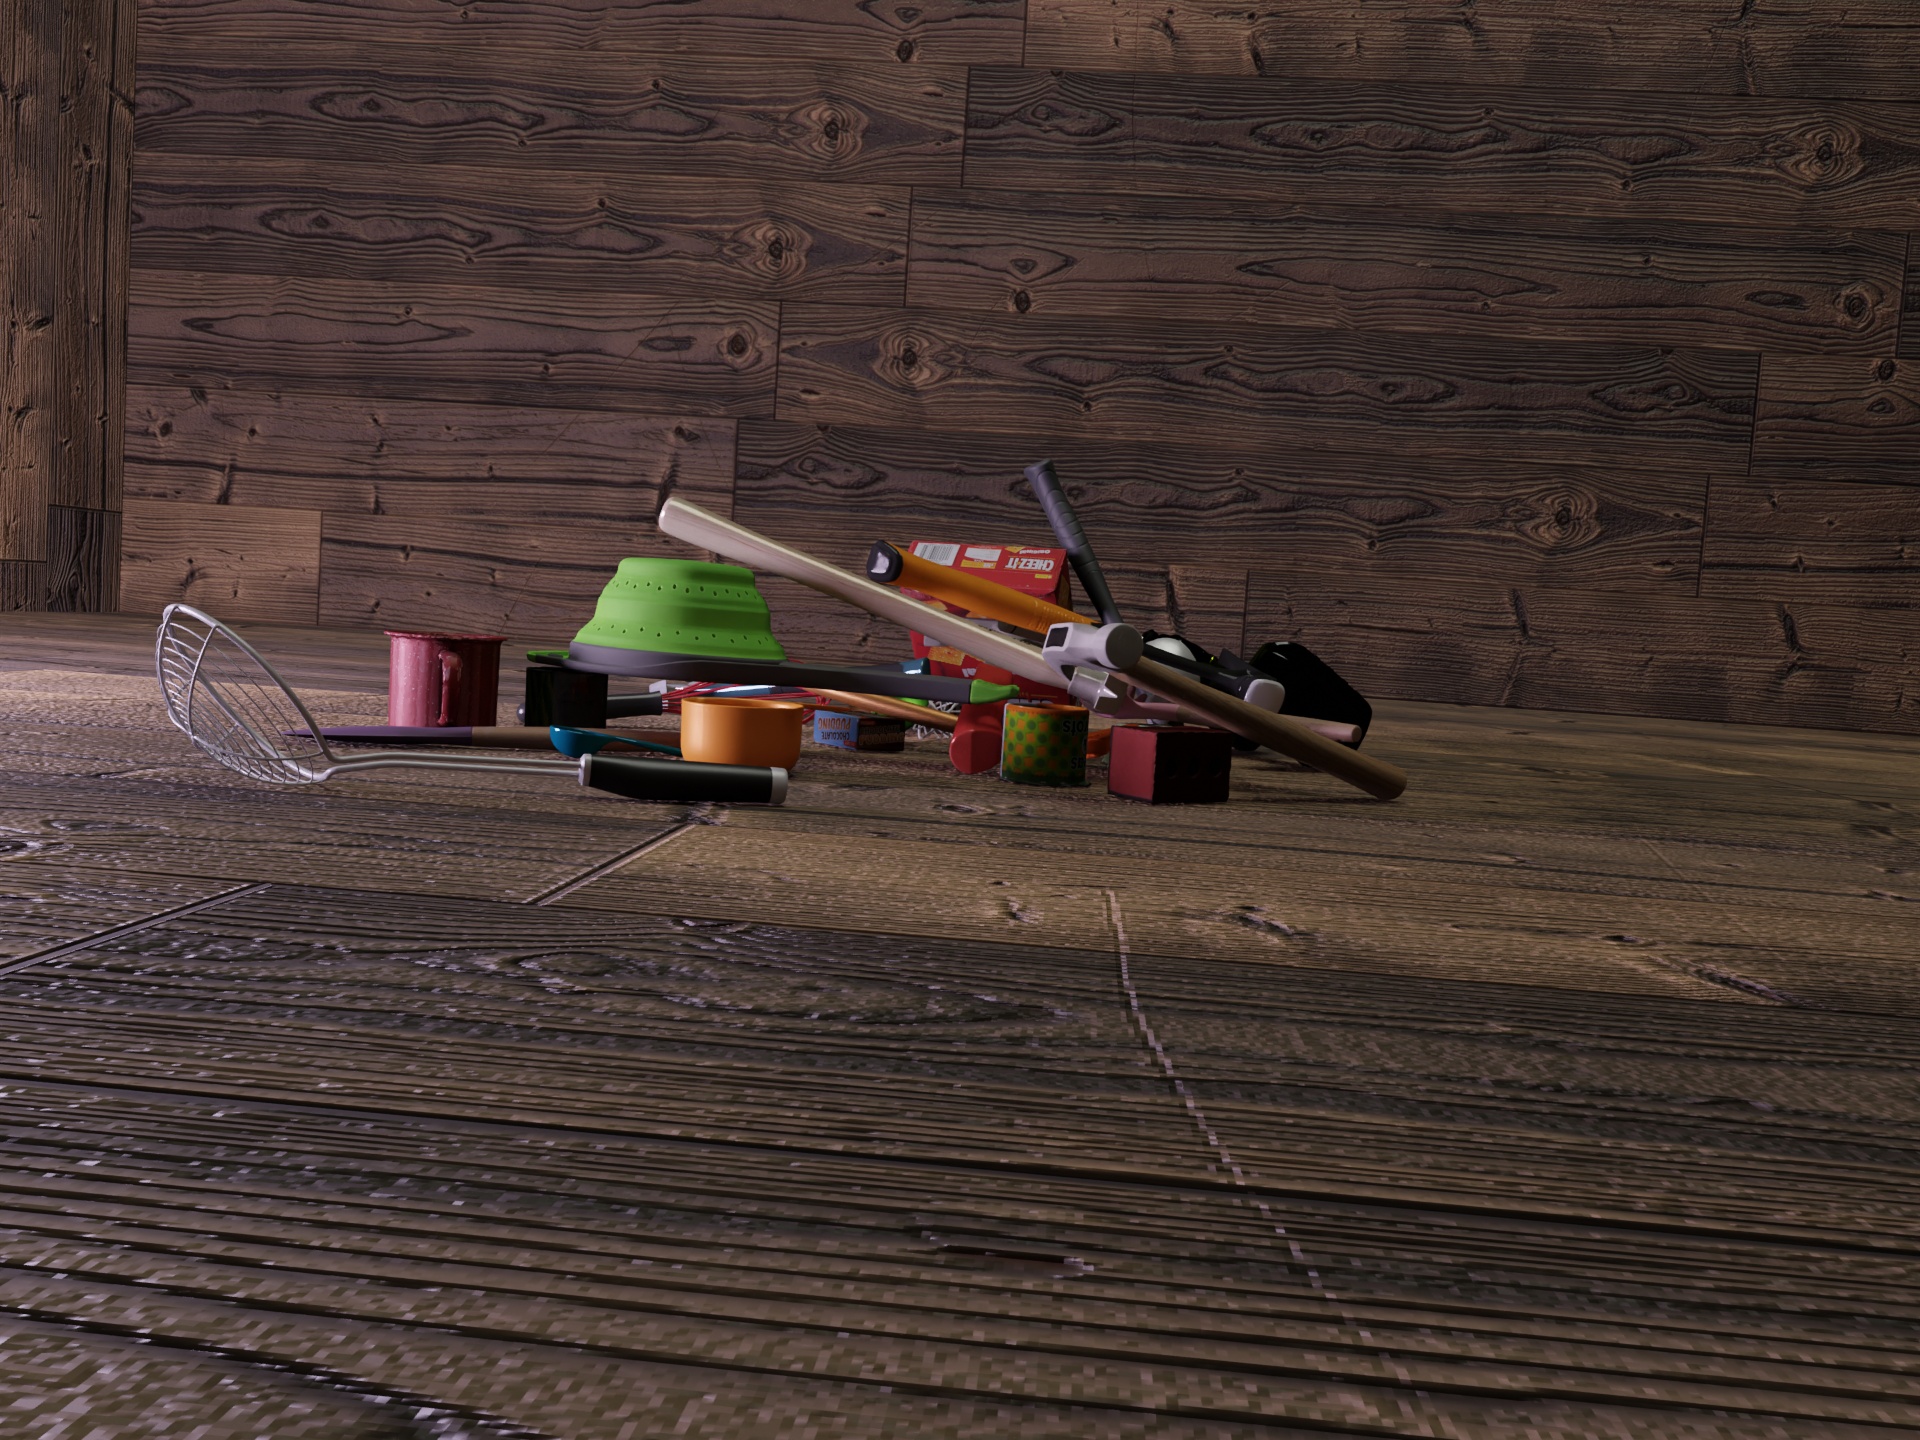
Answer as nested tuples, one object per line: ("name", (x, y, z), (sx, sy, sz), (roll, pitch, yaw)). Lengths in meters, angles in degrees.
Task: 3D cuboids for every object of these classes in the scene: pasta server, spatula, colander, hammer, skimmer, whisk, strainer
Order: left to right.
("skimmer", (-0.283, -0.002, 0.945), (0.363, 0.090, 0.127), (5, -28, -16))
("spatula", (-0.342, 0.013, 1.200), (0.315, 0.018, 0.060), (2, 1, -17))
("whisk", (-0.259, -0.018, 1.473), (0.295, 0.073, 0.073), (-4, 7, -20))
("colander", (-0.146, -0.075, 1.292), (0.397, 0.094, 0.204), (6, 4, 8))
("hammer", (-0.176, -0.036, 1.632), (0.331, 0.033, 0.128), (-5, 1, 26))
("hammer", (-0.058, -0.095, 1.295), (0.410, 0.038, 0.146), (22, 2, 6))
("whisk", (-0.038, -0.007, 1.617), (0.057, 0.059, 0.246), (41, -6, -9))
("spatula", (-0.002, -0.004, 1.405), (0.323, 0.041, 0.081), (15, 25, 25))
("hammer", (0.018, -0.032, 1.399), (0.149, 0.036, 0.359), (3, 19, 6))
("hammer", (0.086, -0.076, 1.253), (0.336, 0.034, 0.127), (18, 10, -14))
("hammer", (0.141, -0.122, 1.595), (0.035, 0.335, 0.146), (-23, -20, -3))
("strainer", (0.131, -0.064, 1.408), (0.258, 0.050, 0.087), (14, 14, -30))
("pasta server", (0.209, -0.011, 1.350), (0.060, 0.040, 0.316), (18, -6, -39))
("hammer", (0.202, -0.004, 1.179), (0.331, 0.031, 0.130), (22, -6, -27))

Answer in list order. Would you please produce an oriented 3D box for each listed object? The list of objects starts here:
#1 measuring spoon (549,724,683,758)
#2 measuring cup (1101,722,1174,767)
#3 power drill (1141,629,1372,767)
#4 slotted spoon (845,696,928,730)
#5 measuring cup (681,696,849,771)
("measuring spoon", (-0.240, 0.026, 1.175), (0.128, 0.021, 0.042), (12, 1, -17))
("measuring cup", (0.152, 0.023, 1.366), (0.083, 0.038, 0.167), (5, 2, 19))
("power drill", (0.279, -0.026, 1.552), (0.171, 0.080, 0.223), (38, -9, -22))
("slotted spoon", (-0.088, -0.008, 1.600), (0.070, 0.031, 0.314), (-39, 8, -10))
("measuring cup", (-0.136, 0.012, 1.181), (0.095, 0.052, 0.173), (6, 3, 31))
